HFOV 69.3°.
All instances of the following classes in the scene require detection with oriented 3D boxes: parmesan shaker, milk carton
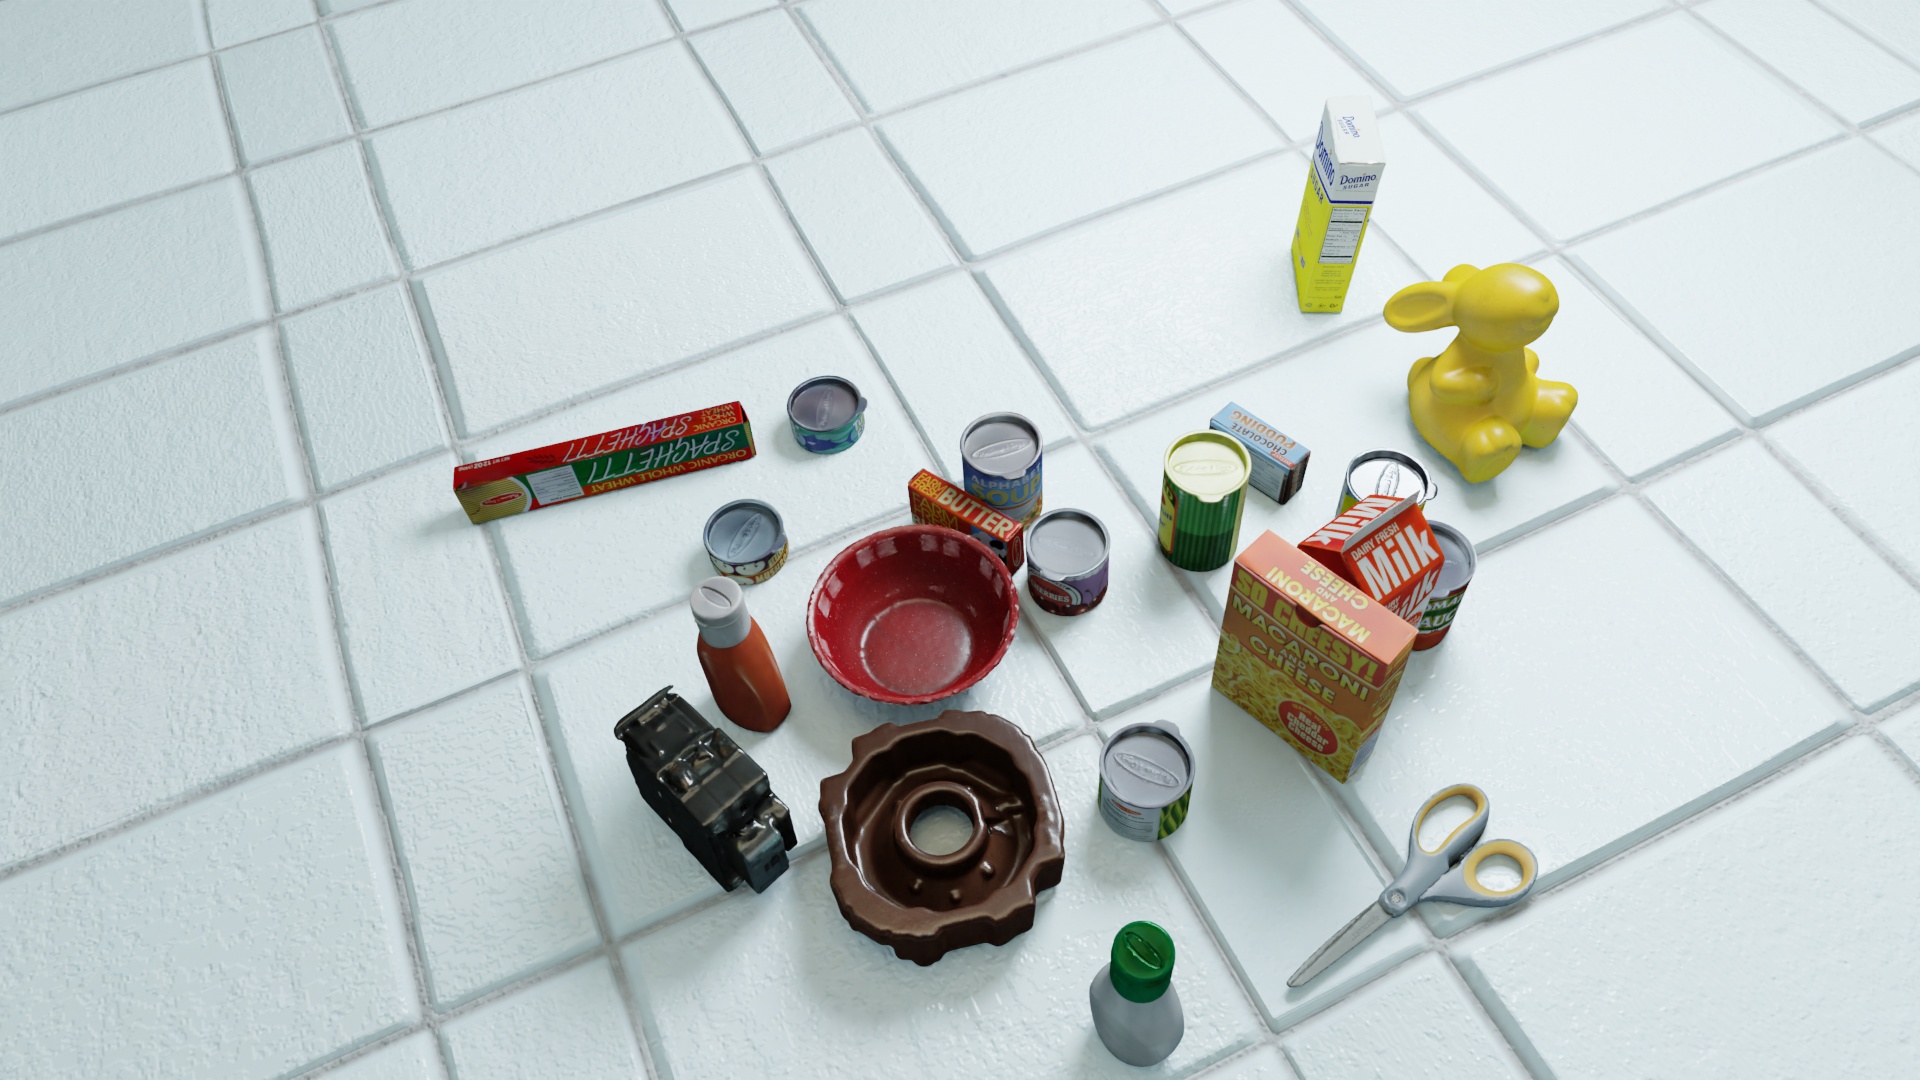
[{"bbox_3d":[0.190,-0.027,1.093,0.071,0.102,0.071,-2,54,3],"label":"parmesan shaker"},{"bbox_3d":[0.281,0.038,0.984,0.072,0.189,0.073,-32,58,-18],"label":"milk carton"}]

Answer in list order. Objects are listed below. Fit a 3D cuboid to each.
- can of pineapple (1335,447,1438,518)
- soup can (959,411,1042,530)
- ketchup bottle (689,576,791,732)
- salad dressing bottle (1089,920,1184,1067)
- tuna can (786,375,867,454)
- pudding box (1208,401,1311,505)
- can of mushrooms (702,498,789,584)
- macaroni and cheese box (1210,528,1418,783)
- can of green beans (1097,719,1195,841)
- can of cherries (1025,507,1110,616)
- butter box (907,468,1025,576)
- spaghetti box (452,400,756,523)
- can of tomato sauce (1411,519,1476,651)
[{"bbox_3d":[0.339,-0.030,1.113,0.071,0.057,0.071,-2,54,3],"label":"can of pineapple"},{"bbox_3d":[0.035,-0.051,1.133,0.071,0.083,0.072,-2,54,3],"label":"soup can"},{"bbox_3d":[-0.163,0.083,1.007,0.065,0.148,0.044,28,60,22],"label":"ketchup bottle"},{"bbox_3d":[0.108,0.276,0.847,0.044,0.147,0.064,-39,60,-22],"label":"salad dressing bottle"},{"bbox_3d":[-0.115,-0.110,1.218,0.071,0.032,0.071,-2,54,3],"label":"tuna can"},{"bbox_3d":[0.246,-0.073,1.156,0.084,0.049,0.030,37,64,26],"label":"pudding box"},{"bbox_3d":[-0.173,0.002,1.139,0.071,0.033,0.071,-2,54,3],"label":"can of mushrooms"},{"bbox_3d":[0.241,0.084,0.968,0.124,0.165,0.040,38,64,27],"label":"macaroni and cheese box"},{"bbox_3d":[0.130,0.171,0.979,0.071,0.057,0.071,-2,54,3],"label":"can of green beans"},{"bbox_3d":[0.083,0.019,1.093,0.071,0.058,0.072,-2,54,3],"label":"can of cherries"},{"bbox_3d":[0.004,-0.014,1.126,0.103,0.052,0.024,31,61,23],"label":"butter box"},{"bbox_3d":[-0.301,-0.067,1.188,0.250,0.050,0.029,-14,54,-7],"label":"spaghetti box"},{"bbox_3d":[0.346,0.036,1.047,0.071,0.082,0.071,-2,54,3],"label":"can of tomato sauce"}]
